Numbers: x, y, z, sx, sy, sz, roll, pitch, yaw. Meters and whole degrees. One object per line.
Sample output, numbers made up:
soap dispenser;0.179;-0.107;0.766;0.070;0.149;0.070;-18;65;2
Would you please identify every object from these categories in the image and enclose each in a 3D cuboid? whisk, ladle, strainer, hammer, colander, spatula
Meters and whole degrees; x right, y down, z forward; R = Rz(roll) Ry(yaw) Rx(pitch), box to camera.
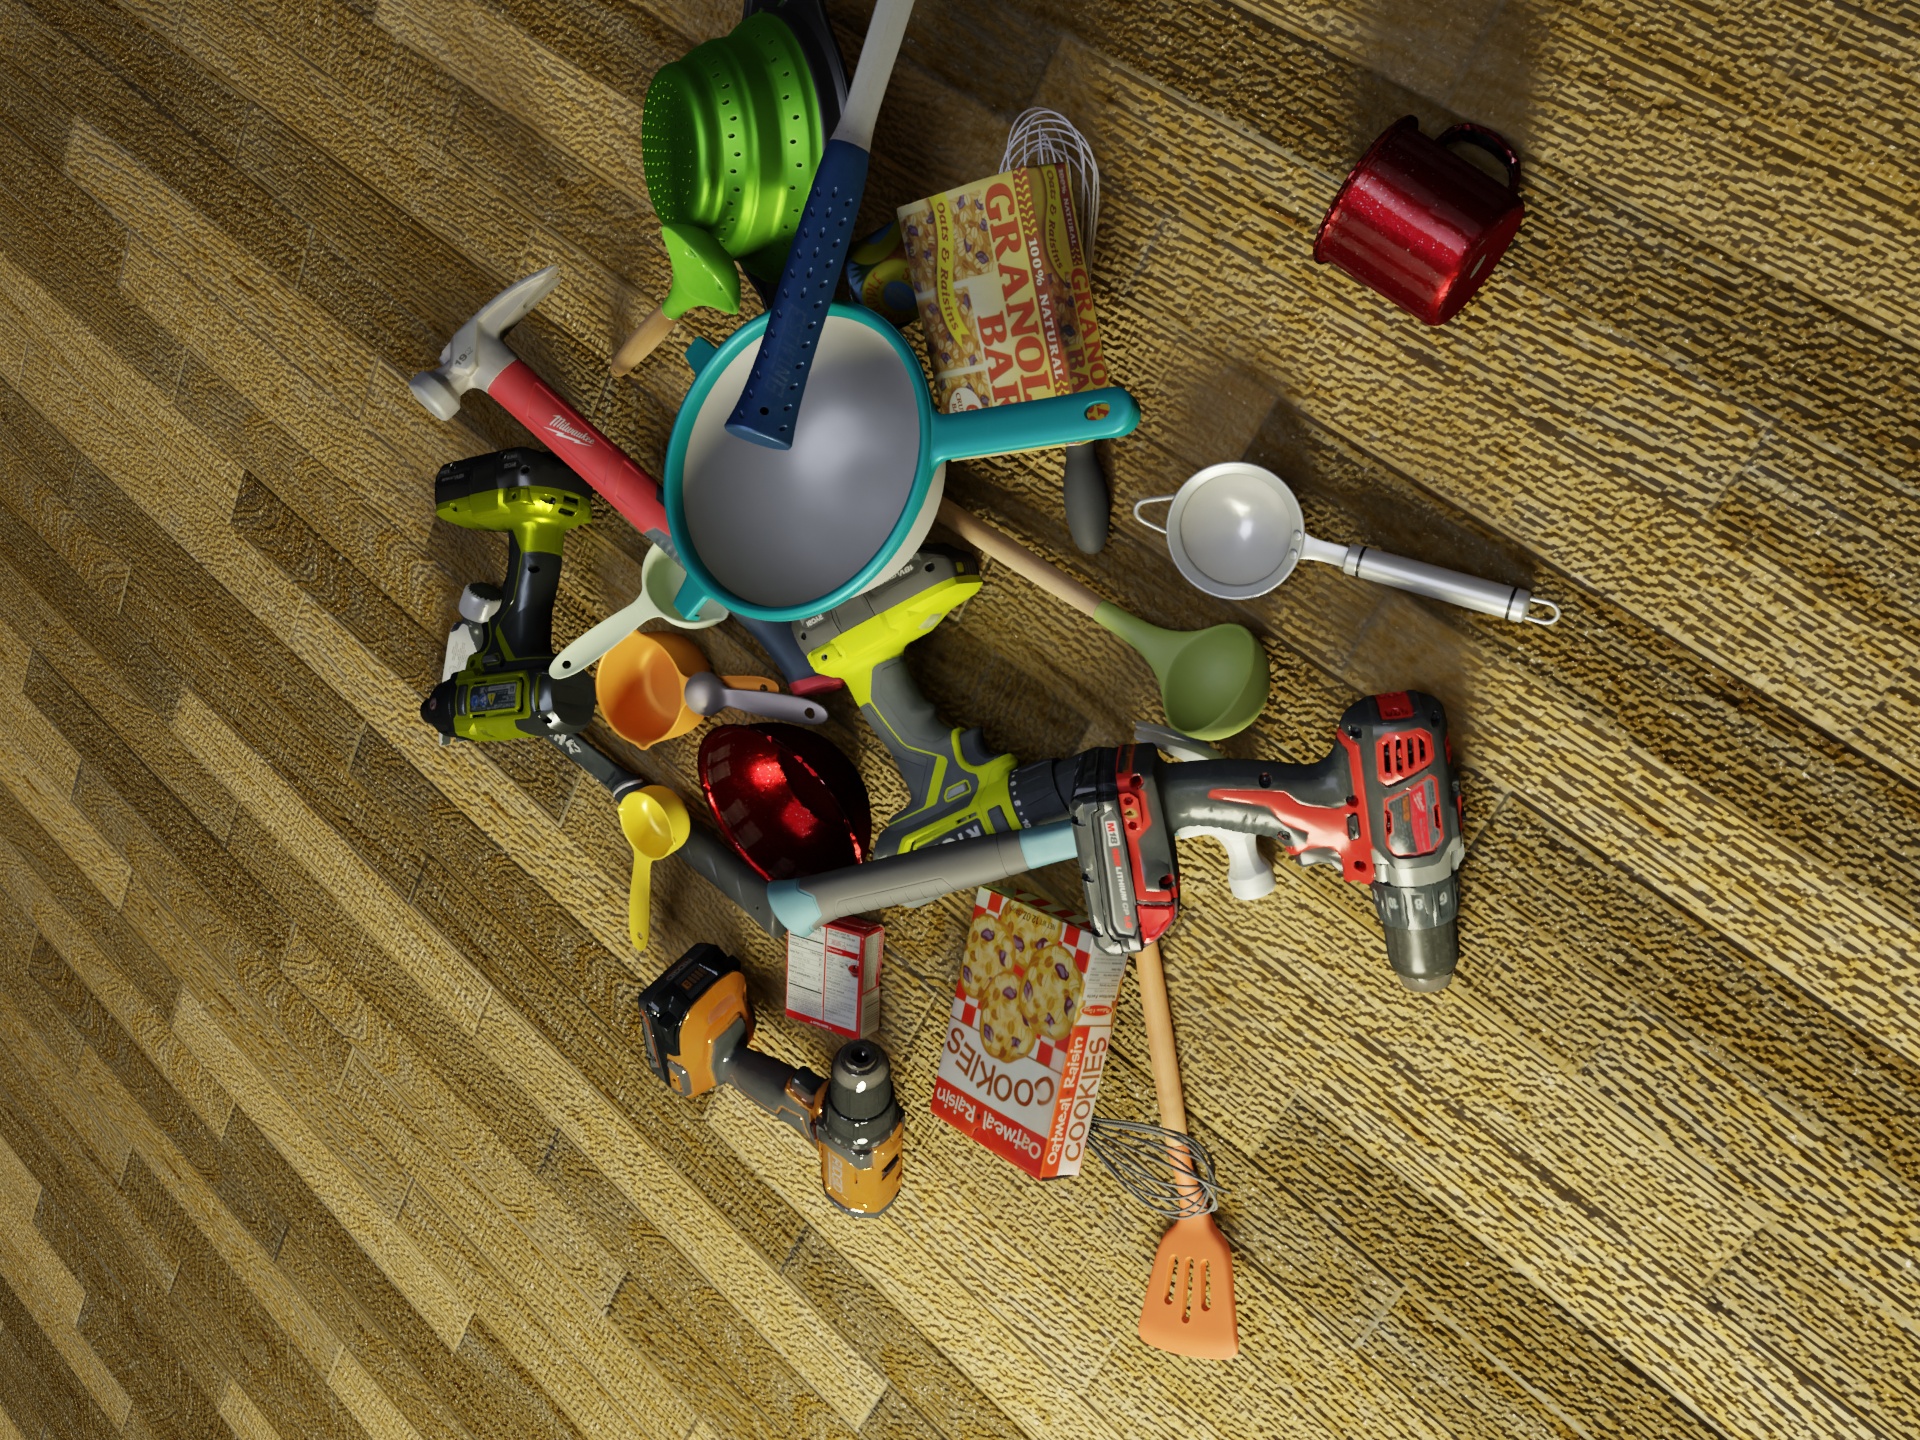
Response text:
whisk;0.086;0.277;1.089;0.239;0.055;0.055;17;107;47
ladle;0.068;-0.089;1.053;0.320;0.062;0.078;35;97;23
strainer;0.232;-0.099;0.964;0.258;0.050;0.086;19;114;22
hammer;-0.291;0.050;1.315;0.409;0.036;0.149;35;116;22
colander;-0.155;-0.308;1.102;0.205;0.094;0.397;31;126;53
whisk;0.070;-0.250;1.033;0.070;0.070;0.284;-1;103;32
hammer;0.030;0.089;1.048;0.331;0.033;0.128;-15;106;14
spatula;0.139;0.266;1.080;0.081;0.041;0.322;-7;93;42
strainer;-0.031;-0.166;1.020;0.340;0.095;0.211;-3;81;29
hammer;-0.219;-0.168;1.184;0.386;0.038;0.143;42;79;1
hammer;-0.060;-0.364;0.987;0.144;0.035;0.405;17;87;-13

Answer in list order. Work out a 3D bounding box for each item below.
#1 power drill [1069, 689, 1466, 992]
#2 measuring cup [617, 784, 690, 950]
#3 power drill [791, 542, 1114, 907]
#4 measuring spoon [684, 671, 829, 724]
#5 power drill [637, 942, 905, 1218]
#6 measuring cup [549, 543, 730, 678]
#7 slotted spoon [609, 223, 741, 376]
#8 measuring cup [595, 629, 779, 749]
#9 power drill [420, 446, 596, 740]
power drill;0.190;0.086;0.962;0.226;0.080;0.187;-8;108;11
measuring cup;-0.245;0.119;1.272;0.062;0.029;0.156;28;126;25
power drill;-0.002;-0.004;1.100;0.190;0.080;0.228;-27;86;22
measuring spoon;-0.154;-0.012;1.176;0.124;0.018;0.034;9;109;24
power drill;-0.136;0.259;1.194;0.226;0.084;0.185;30;141;24
measuring cup;-0.239;-0.081;1.210;0.167;0.038;0.083;-36;87;-7
slotted spoon;-0.210;-0.285;1.119;0.070;0.031;0.314;48;161;-15
measuring cup;-0.201;-0.027;1.238;0.174;0.052;0.095;0;99;27
power drill;-0.368;-0.095;1.279;0.171;0.080;0.223;-5;80;33
